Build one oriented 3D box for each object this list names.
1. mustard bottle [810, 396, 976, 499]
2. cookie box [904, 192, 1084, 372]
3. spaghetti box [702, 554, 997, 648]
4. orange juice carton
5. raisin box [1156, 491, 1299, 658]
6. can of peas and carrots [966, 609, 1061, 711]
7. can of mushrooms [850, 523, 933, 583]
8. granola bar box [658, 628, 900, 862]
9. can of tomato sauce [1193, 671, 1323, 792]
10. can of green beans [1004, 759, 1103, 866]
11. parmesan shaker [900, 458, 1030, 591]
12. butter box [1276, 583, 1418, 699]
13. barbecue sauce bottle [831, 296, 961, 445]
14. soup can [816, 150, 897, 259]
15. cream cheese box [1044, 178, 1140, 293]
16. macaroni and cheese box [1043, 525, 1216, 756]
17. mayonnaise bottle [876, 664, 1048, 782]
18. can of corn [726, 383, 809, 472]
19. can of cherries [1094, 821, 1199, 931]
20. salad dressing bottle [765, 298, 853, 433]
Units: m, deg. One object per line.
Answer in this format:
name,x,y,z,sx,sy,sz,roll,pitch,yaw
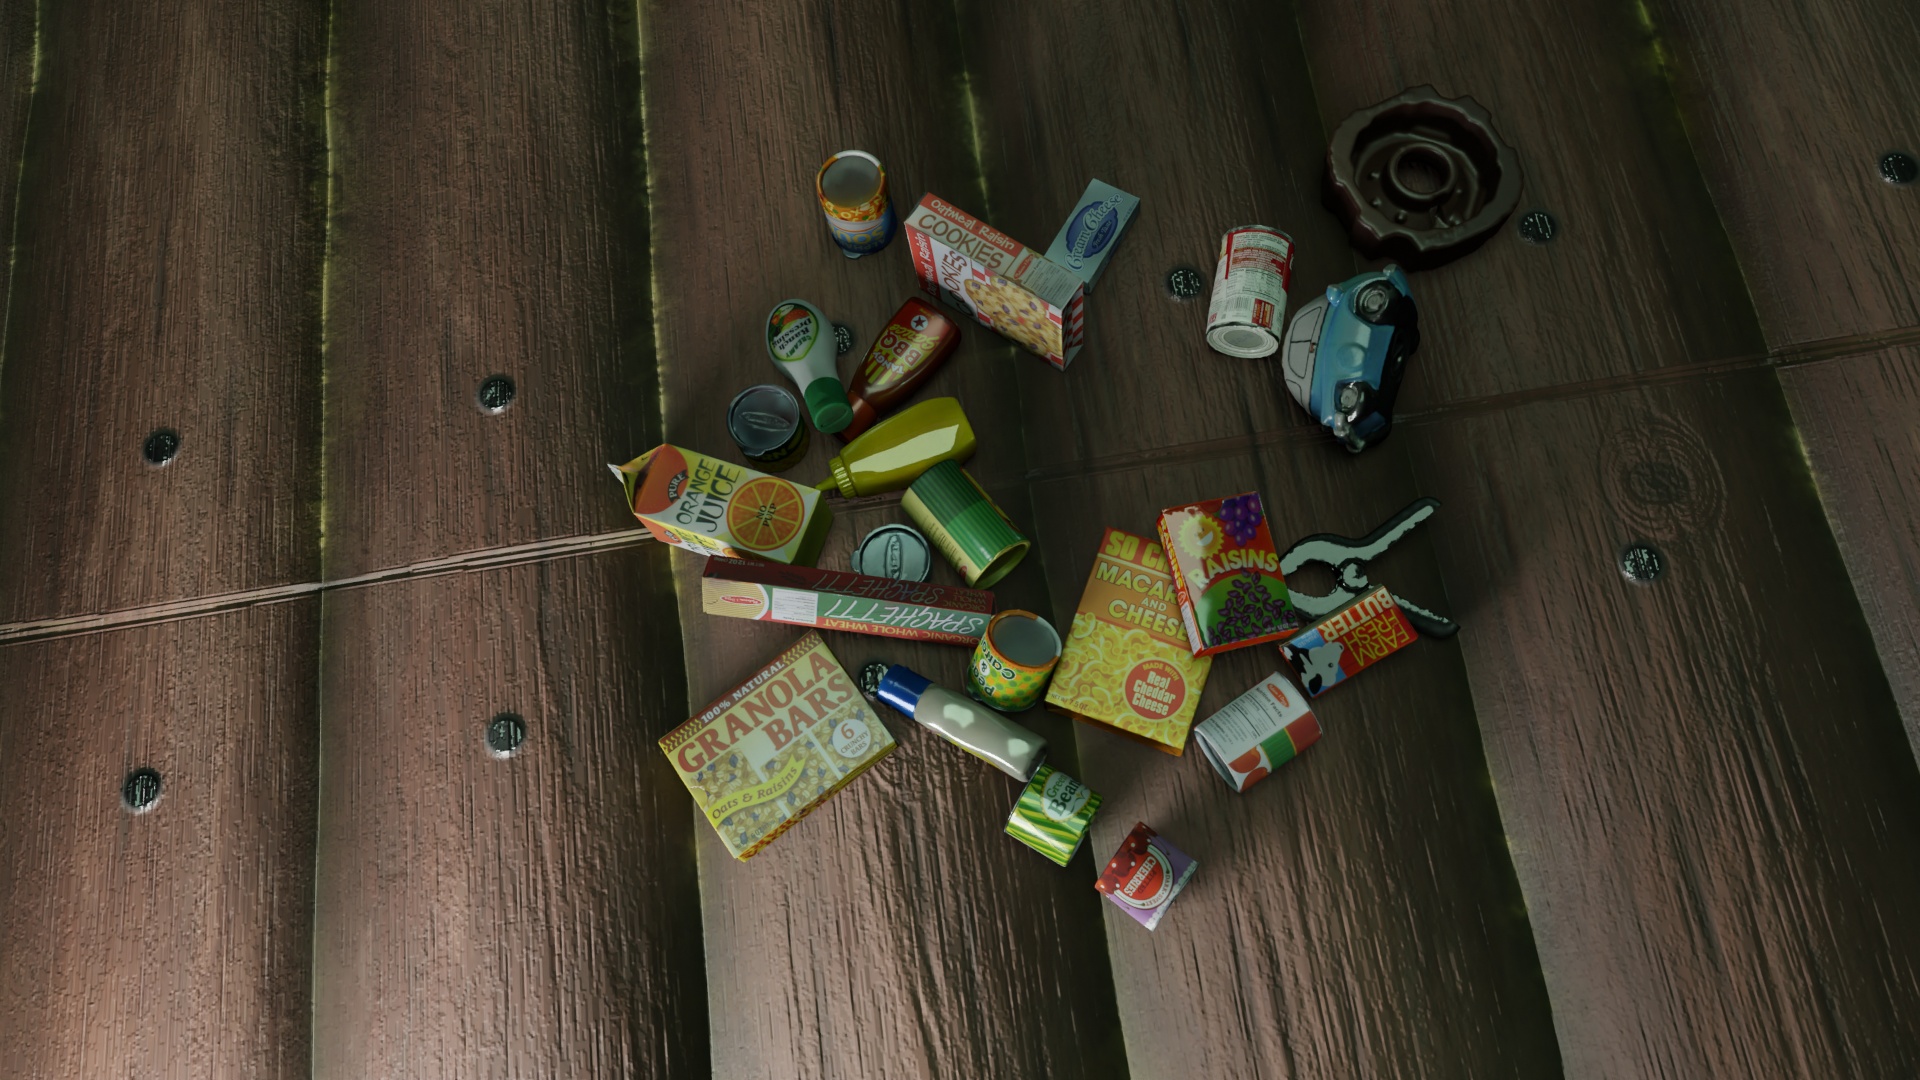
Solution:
mustard bottle,-0.067,-0.075,1.256,0.160,0.048,0.065,-23,71,-2
cookie box,0.033,-0.234,1.260,0.167,0.122,0.040,32,77,14
spaghetti box,-0.094,0.054,1.191,0.250,0.049,0.029,7,47,-3
orange juice carton,-0.219,-0.028,1.242,0.193,0.071,0.073,17,74,10
raisin box,0.221,0.028,1.160,0.086,0.040,0.123,-12,74,-5
can of peas and carrots,0.043,0.101,1.168,0.071,0.058,0.071,13,42,-11
can of mushrooms,-0.060,0.021,1.232,0.071,0.033,0.071,-1,72,4
granola bar box,-0.155,0.174,1.186,0.166,0.039,0.124,-36,72,-7
can of tomato sauce,0.245,0.159,1.143,0.083,0.071,0.071,-33,72,-5
can of green beans,0.077,0.224,1.135,0.058,0.071,0.071,28,77,13
parmesan shaker,0.004,-0.015,1.218,0.071,0.071,0.103,-38,73,-7
butter box,0.324,0.084,1.163,0.103,0.024,0.053,-32,91,9
barbecue sauce bottle,-0.067,-0.153,1.284,0.065,0.043,0.149,36,79,18
soup can,-0.098,-0.318,1.320,0.071,0.083,0.071,-1,73,5
cream cheese box,0.124,-0.290,1.323,0.053,0.024,0.104,28,76,14
macaroni and cheese box,0.157,0.084,1.188,0.124,0.040,0.167,18,75,10
mayonnaise bottle,0.001,0.152,1.170,0.148,0.064,0.041,26,84,17
can of corn,-0.175,-0.099,1.268,0.071,0.058,0.071,-1,72,4
can of cherries,0.149,0.268,1.111,0.058,0.071,0.071,35,78,15
salad dressing bottle,-0.136,-0.159,1.268,0.064,0.044,0.148,-33,52,8
